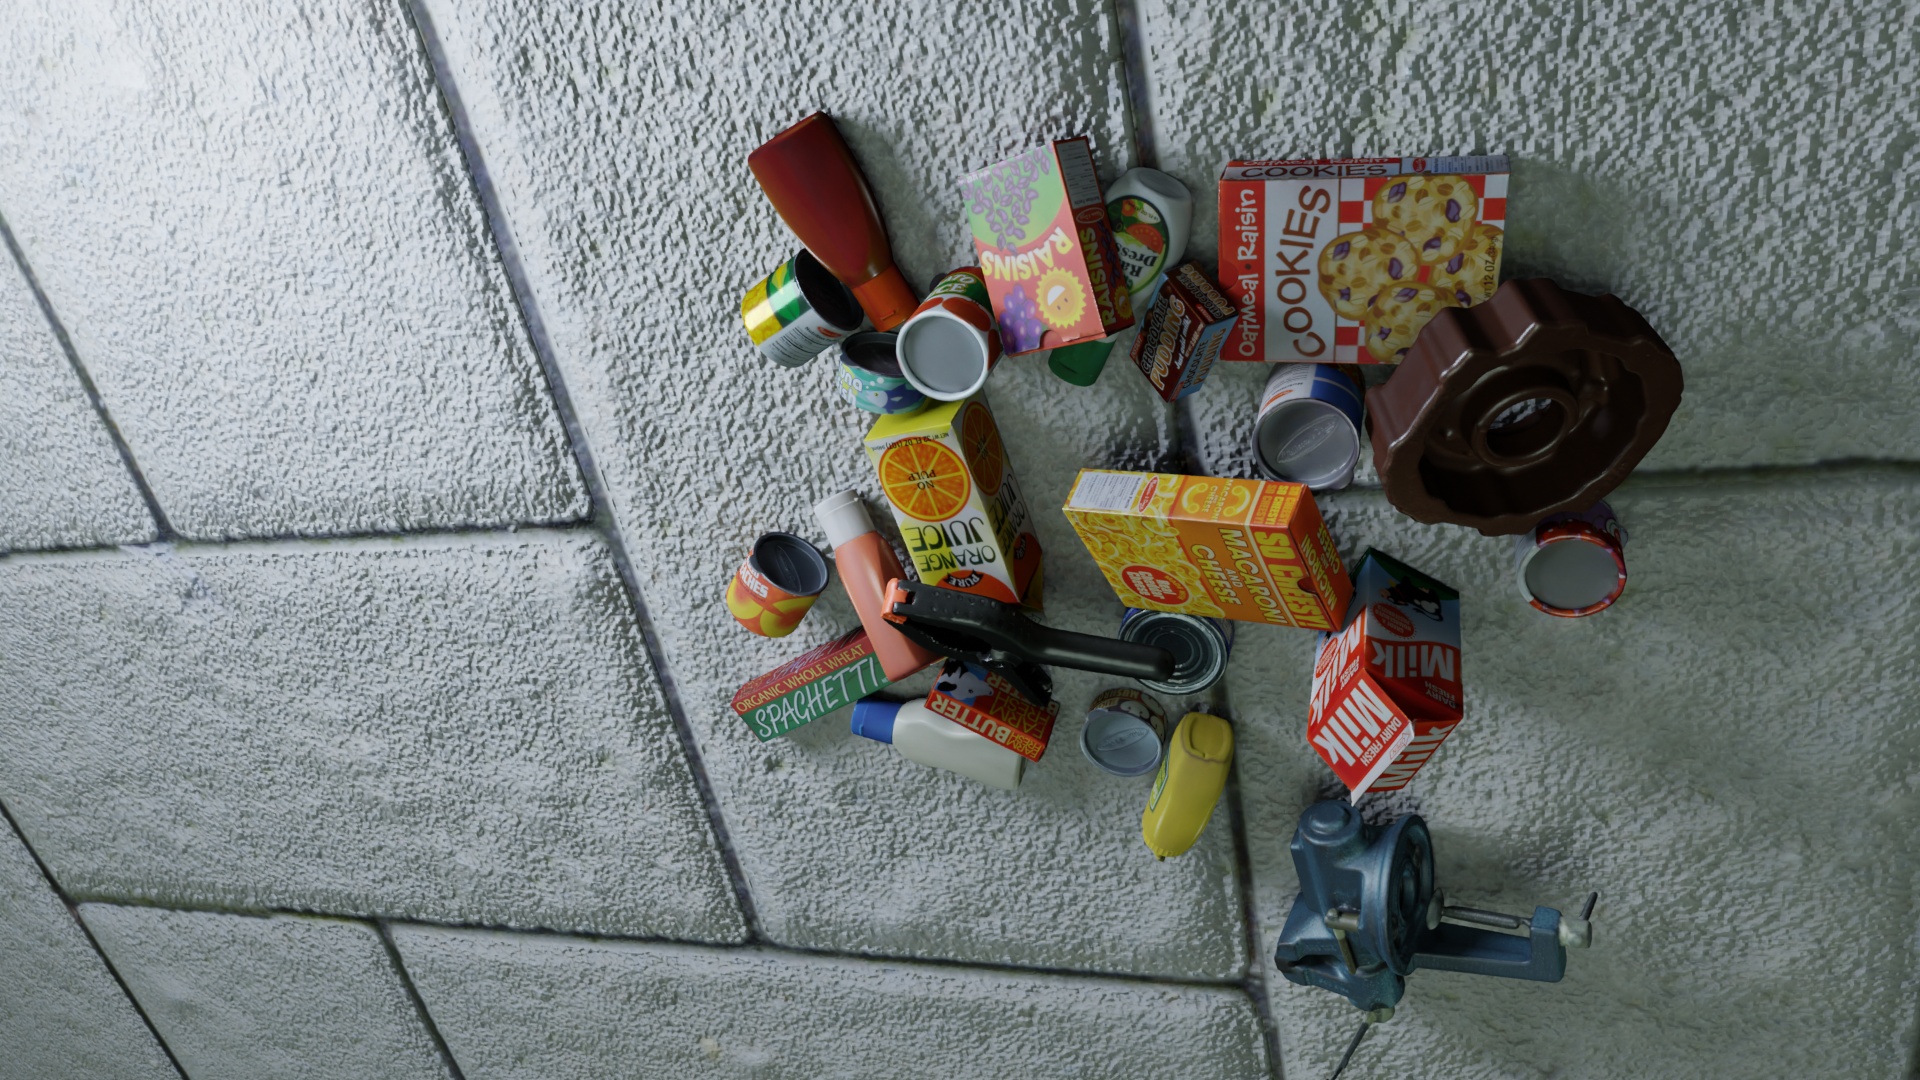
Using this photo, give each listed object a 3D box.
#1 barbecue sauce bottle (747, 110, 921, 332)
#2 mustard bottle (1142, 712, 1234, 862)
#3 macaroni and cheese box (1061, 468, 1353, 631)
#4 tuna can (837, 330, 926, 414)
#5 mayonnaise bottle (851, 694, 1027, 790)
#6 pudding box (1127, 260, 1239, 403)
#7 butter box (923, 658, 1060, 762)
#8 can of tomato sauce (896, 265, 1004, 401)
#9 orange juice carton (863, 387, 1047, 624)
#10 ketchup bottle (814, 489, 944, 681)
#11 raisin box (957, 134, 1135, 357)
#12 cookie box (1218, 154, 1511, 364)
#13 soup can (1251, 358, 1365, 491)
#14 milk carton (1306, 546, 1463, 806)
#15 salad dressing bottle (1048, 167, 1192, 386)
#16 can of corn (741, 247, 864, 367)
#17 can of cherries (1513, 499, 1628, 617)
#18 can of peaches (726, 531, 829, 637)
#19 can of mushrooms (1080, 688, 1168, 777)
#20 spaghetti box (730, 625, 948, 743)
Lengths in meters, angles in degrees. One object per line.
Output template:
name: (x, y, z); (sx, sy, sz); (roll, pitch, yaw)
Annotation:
barbecue sauce bottle: (-0.080, -0.214, 0.950); (0.064, 0.044, 0.148); (-26, 111, 20)
mustard bottle: (0.176, 0.209, 1.113); (0.049, 0.066, 0.159); (16, 128, 4)
macaroni and cheese box: (0.169, 0.007, 0.949); (0.166, 0.040, 0.123); (6, 148, 36)
tuna can: (-0.056, -0.119, 0.984); (0.071, 0.071, 0.032); (18, 125, 8)
mayonnaise bottle: (-0.017, 0.163, 1.165); (0.148, 0.041, 0.064); (14, 128, 12)
pudding box: (0.143, -0.135, 0.902); (0.050, 0.030, 0.083); (57, 155, 22)
butter box: (0.027, 0.134, 1.123); (0.103, 0.053, 0.024); (26, 128, 2)
can of tomato sauce: (-0.001, -0.142, 0.942); (0.071, 0.083, 0.070); (9, 123, 14)
orange juice carton: (0.004, -0.013, 1.027); (0.072, 0.073, 0.192); (-10, 117, 24)
ketchup bottle: (-0.064, 0.033, 1.068); (0.043, 0.065, 0.149); (-29, 84, 19)
raisin box: (0.055, -0.186, 0.889); (0.086, 0.040, 0.123); (-7, 103, 44)
cookie box: (0.246, -0.172, 0.863); (0.167, 0.040, 0.122); (3, 122, 17)
soup can: (0.229, -0.079, 0.901); (0.071, 0.084, 0.071); (9, 123, 14)
milk carton: (0.282, 0.093, 0.923); (0.073, 0.191, 0.072); (27, 126, 1)
salad dressing bottle: (0.101, -0.170, 0.913); (0.064, 0.044, 0.146); (31, 126, 9)
can of corn: (-0.112, -0.165, 0.980); (0.058, 0.071, 0.071); (-29, 108, 32)
can of cherries: (0.401, 0.009, 0.910); (0.071, 0.059, 0.071); (9, 123, 14)
can of peaches: (-0.149, 0.036, 1.114); (0.071, 0.071, 0.057); (34, 126, -4)
can of mushrooms: (0.130, 0.152, 1.110); (0.071, 0.034, 0.070); (9, 124, 14)
spaghetti box: (-0.092, 0.106, 1.162); (0.249, 0.029, 0.050); (-27, 108, 31)
